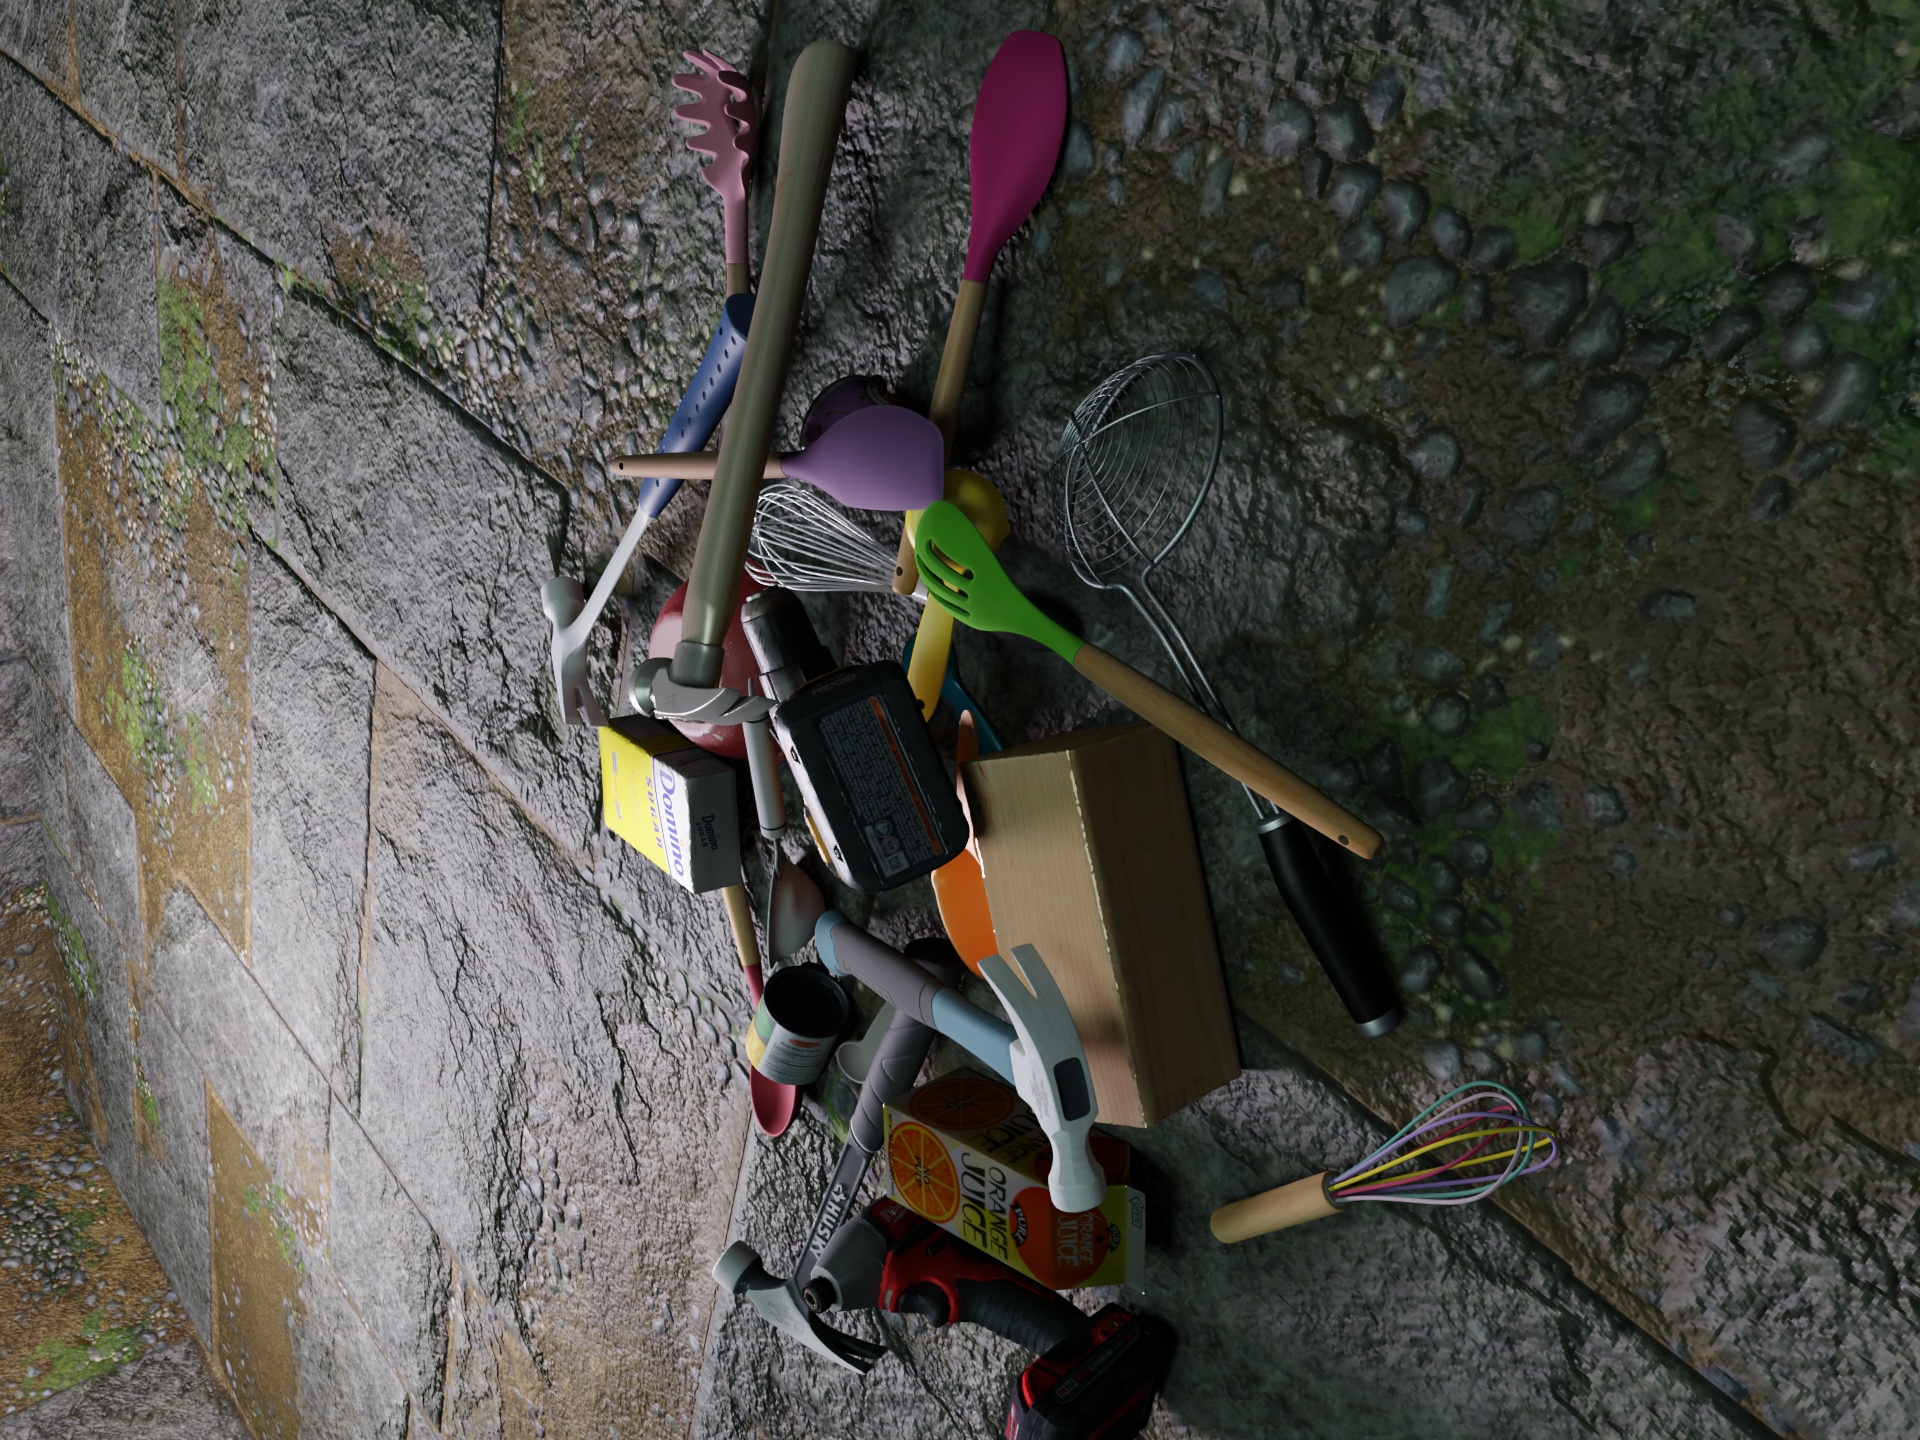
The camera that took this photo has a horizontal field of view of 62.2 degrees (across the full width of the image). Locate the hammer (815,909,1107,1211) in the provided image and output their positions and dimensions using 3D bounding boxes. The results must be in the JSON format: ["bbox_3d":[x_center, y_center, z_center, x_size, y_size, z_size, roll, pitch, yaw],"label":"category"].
[{"bbox_3d":[-0.014,0.171,0.951,0.331,0.033,0.128,15,117,63],"label":"hammer"}]

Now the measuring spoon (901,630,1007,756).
[{"bbox_3d":[-0.002,-0.003,0.997,0.129,0.021,0.042,57,136,20],"label":"measuring spoon"}]

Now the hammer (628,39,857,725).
[{"bbox_3d":[-0.111,-0.199,0.925,0.146,0.038,0.411,3,81,59],"label":"hammer"}]

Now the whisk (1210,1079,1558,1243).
[{"bbox_3d":[0.209,0.239,0.831,0.245,0.047,0.051,-41,73,49],"label":"whisk"}]

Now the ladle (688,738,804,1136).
[{"bbox_3d":[-0.168,0.163,1.226,0.069,0.031,0.315,-14,90,50],"label":"ladle"}]

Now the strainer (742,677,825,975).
[{"bbox_3d":[-0.127,0.081,1.111,0.050,0.087,0.258,-2,124,5],"label":"strainer"}]

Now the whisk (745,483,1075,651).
[{"bbox_3d":[-0.042,-0.092,0.996,0.285,0.070,0.070,23,118,35],"label":"whisk"}]

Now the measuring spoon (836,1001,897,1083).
[{"bbox_3d":[-0.050,0.213,1.125,0.034,0.018,0.124,41,124,9],"label":"measuring spoon"}]

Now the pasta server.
[{"bbox_3d":[-0.155,-0.279,1.068,0.060,0.040,0.316,20,117,44],"label":"pasta server"}]

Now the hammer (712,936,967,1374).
[{"bbox_3d":[-0.070,0.313,1.143,0.149,0.036,0.408,32,122,18],"label":"hammer"}]

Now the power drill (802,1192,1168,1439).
[{"bbox_3d":[0.010,0.383,1.015,0.220,0.143,0.078,30,125,35],"label":"power drill"}]

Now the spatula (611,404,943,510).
[{"bbox_3d":[-0.121,-0.160,0.980,0.316,0.018,0.059,8,102,44],"label":"spatula"}]

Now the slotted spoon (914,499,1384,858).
[{"bbox_3d":[0.081,-0.022,0.806,0.314,0.031,0.070,36,144,29],"label":"slotted spoon"}]

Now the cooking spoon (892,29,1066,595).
[{"bbox_3d":[0.002,-0.223,0.902,0.069,0.017,0.318,28,112,38],"label":"cooking spoon"}]

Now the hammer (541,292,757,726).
[{"bbox_3d":[-0.225,-0.145,1.145,0.405,0.035,0.144,-47,48,46],"label":"hammer"}]

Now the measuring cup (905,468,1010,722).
[{"bbox_3d":[-0.013,-0.067,0.920,0.062,0.029,0.156,14,106,9],"label":"measuring cup"}]

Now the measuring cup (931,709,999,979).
[{"bbox_3d":[0.025,0.070,0.953,0.095,0.052,0.173,34,131,54],"label":"measuring cup"}]

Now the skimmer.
[{"bbox_3d":[0.152,-0.014,0.825,0.127,0.090,0.363,-26,92,53],"label":"skimmer"}]

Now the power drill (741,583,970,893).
[{"bbox_3d":[-0.076,0.005,0.961,0.226,0.084,0.185,-163,50,-78],"label":"power drill"}]
